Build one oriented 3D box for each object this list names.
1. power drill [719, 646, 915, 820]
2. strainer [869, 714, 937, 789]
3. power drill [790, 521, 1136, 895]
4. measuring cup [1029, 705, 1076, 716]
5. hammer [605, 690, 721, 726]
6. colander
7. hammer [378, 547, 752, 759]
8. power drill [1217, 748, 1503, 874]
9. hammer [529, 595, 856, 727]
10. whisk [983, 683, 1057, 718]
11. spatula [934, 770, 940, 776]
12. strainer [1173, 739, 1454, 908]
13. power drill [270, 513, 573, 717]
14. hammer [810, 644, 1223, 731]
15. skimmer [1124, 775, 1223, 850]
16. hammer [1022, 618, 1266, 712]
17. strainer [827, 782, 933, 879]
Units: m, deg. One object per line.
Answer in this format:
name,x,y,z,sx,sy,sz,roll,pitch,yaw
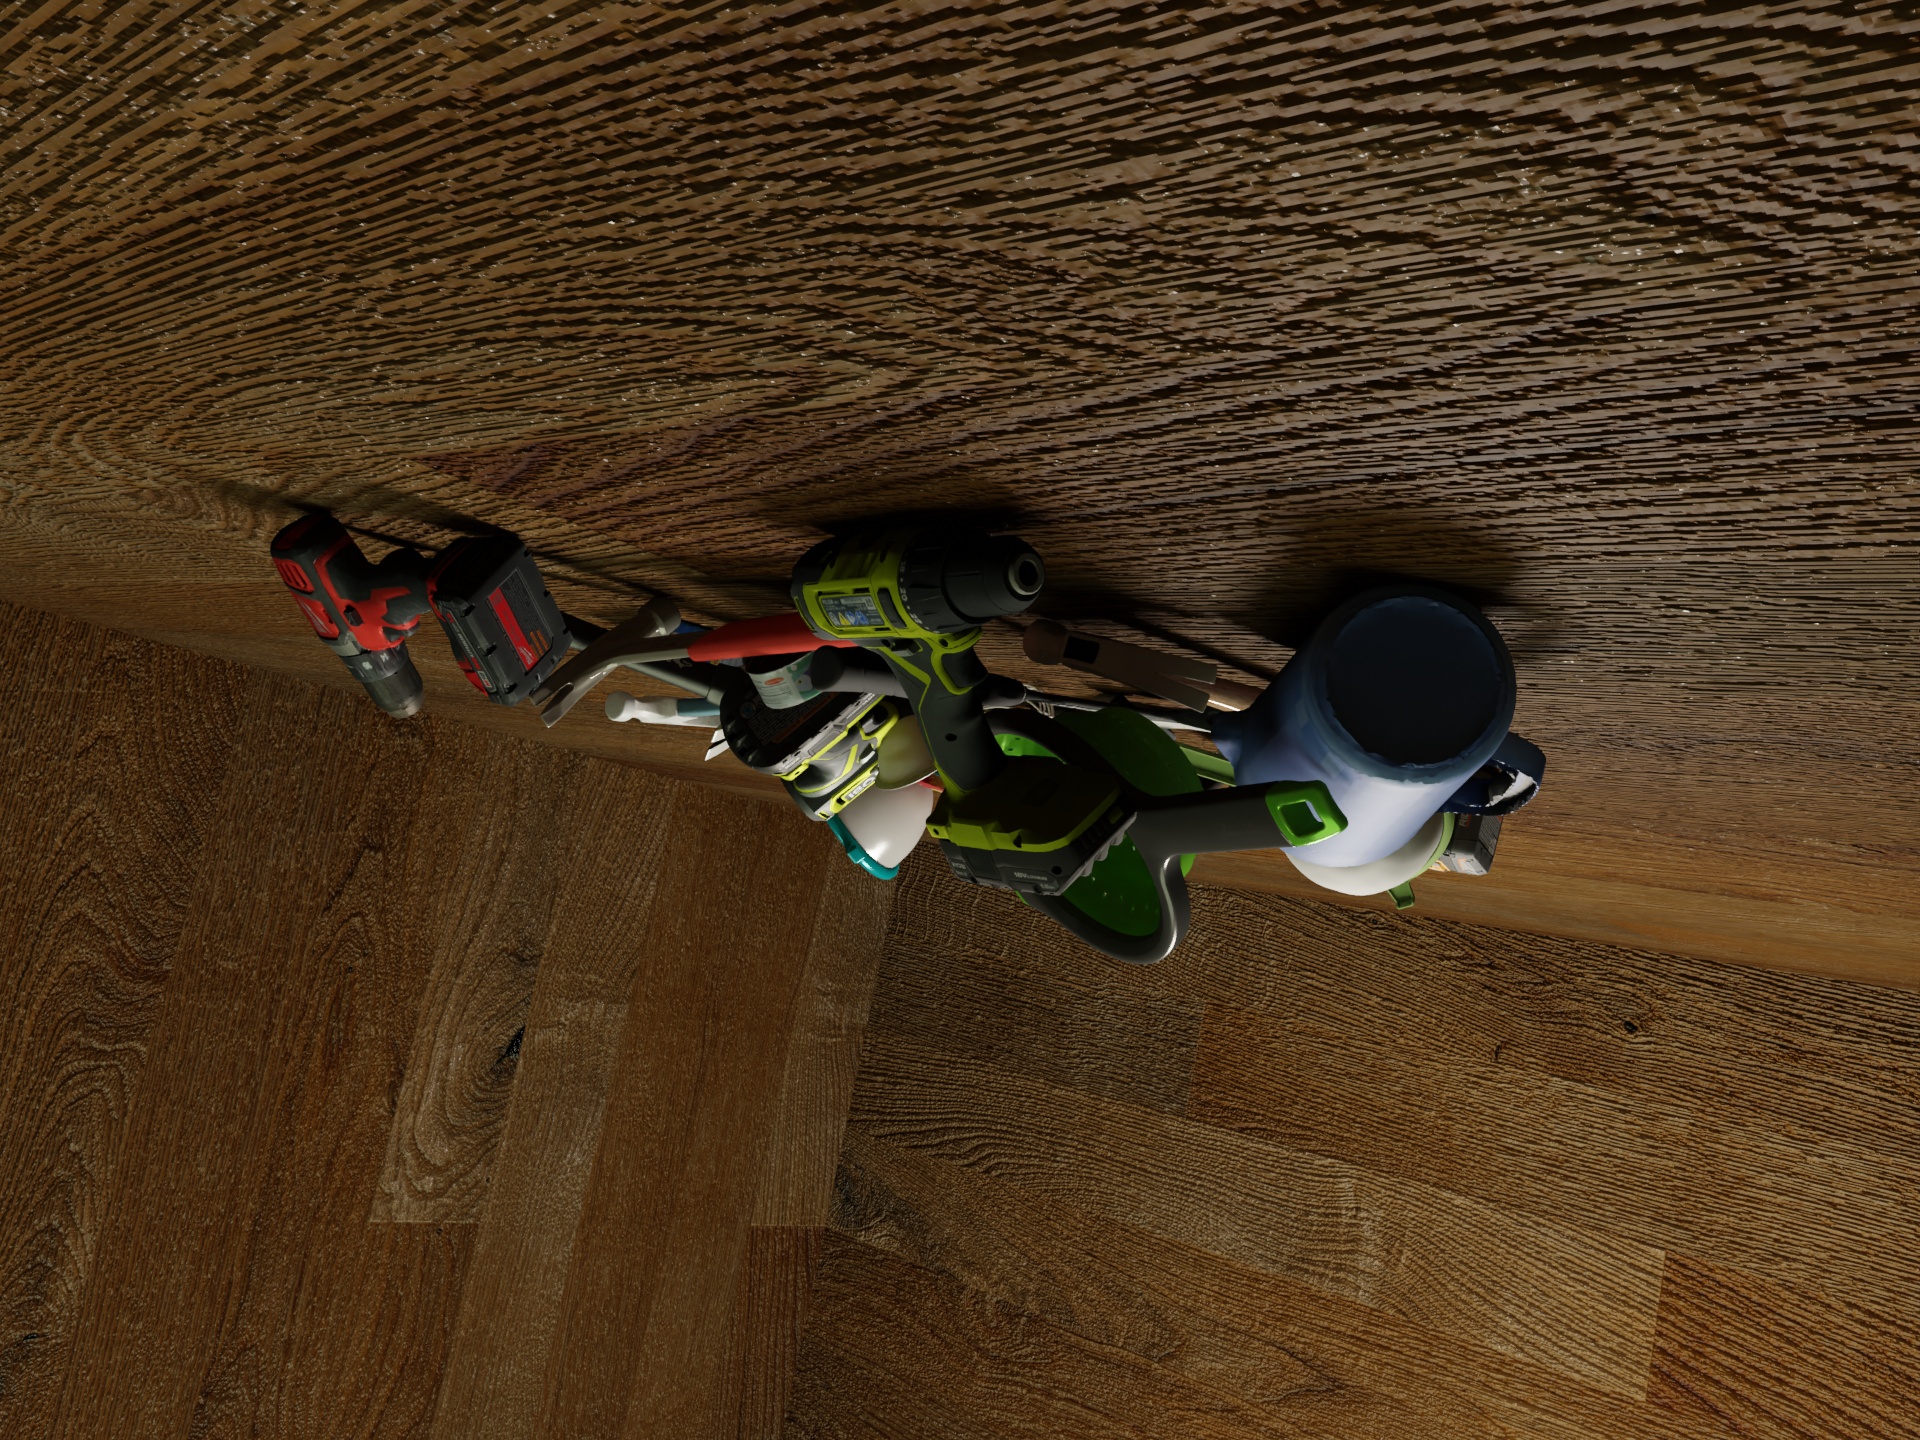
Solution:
power drill,-0.094,-0.003,1.310,0.080,0.171,0.223,52,-178,18
strainer,0.014,0.020,1.233,0.258,0.087,0.050,-2,126,41
power drill,0.012,-0.012,0.929,0.191,0.080,0.228,2,126,52
measuring cup,0.108,0.006,1.436,0.083,0.038,0.167,14,170,-18
hammer,-0.178,-0.018,1.518,0.331,0.033,0.128,-3,175,34
colander,0.134,0.049,1.015,0.204,0.094,0.397,57,155,-8
hammer,-0.321,-0.069,1.327,0.334,0.146,0.035,20,127,-8
power drill,0.334,0.061,1.356,0.226,0.084,0.185,13,172,28
hammer,-0.162,-0.055,1.155,0.359,0.149,0.036,-3,123,42
whisk,-0.002,-0.005,1.435,0.059,0.058,0.246,7,177,-41
spatula,-0.093,0.044,1.503,0.082,0.044,0.317,20,164,-41
strainer,0.261,0.069,1.270,0.256,0.151,0.069,18,-145,11
power drill,-0.419,-0.070,1.249,0.227,0.080,0.187,8,135,28
hammer,0.048,-0.017,1.145,0.149,0.036,0.408,2,177,41
skimmer,0.175,0.059,1.334,0.127,0.090,0.363,35,-150,19
hammer,0.207,-0.012,1.122,0.331,0.031,0.130,14,-176,-35
strainer,-0.071,0.066,1.743,0.095,0.211,0.340,-31,163,11
